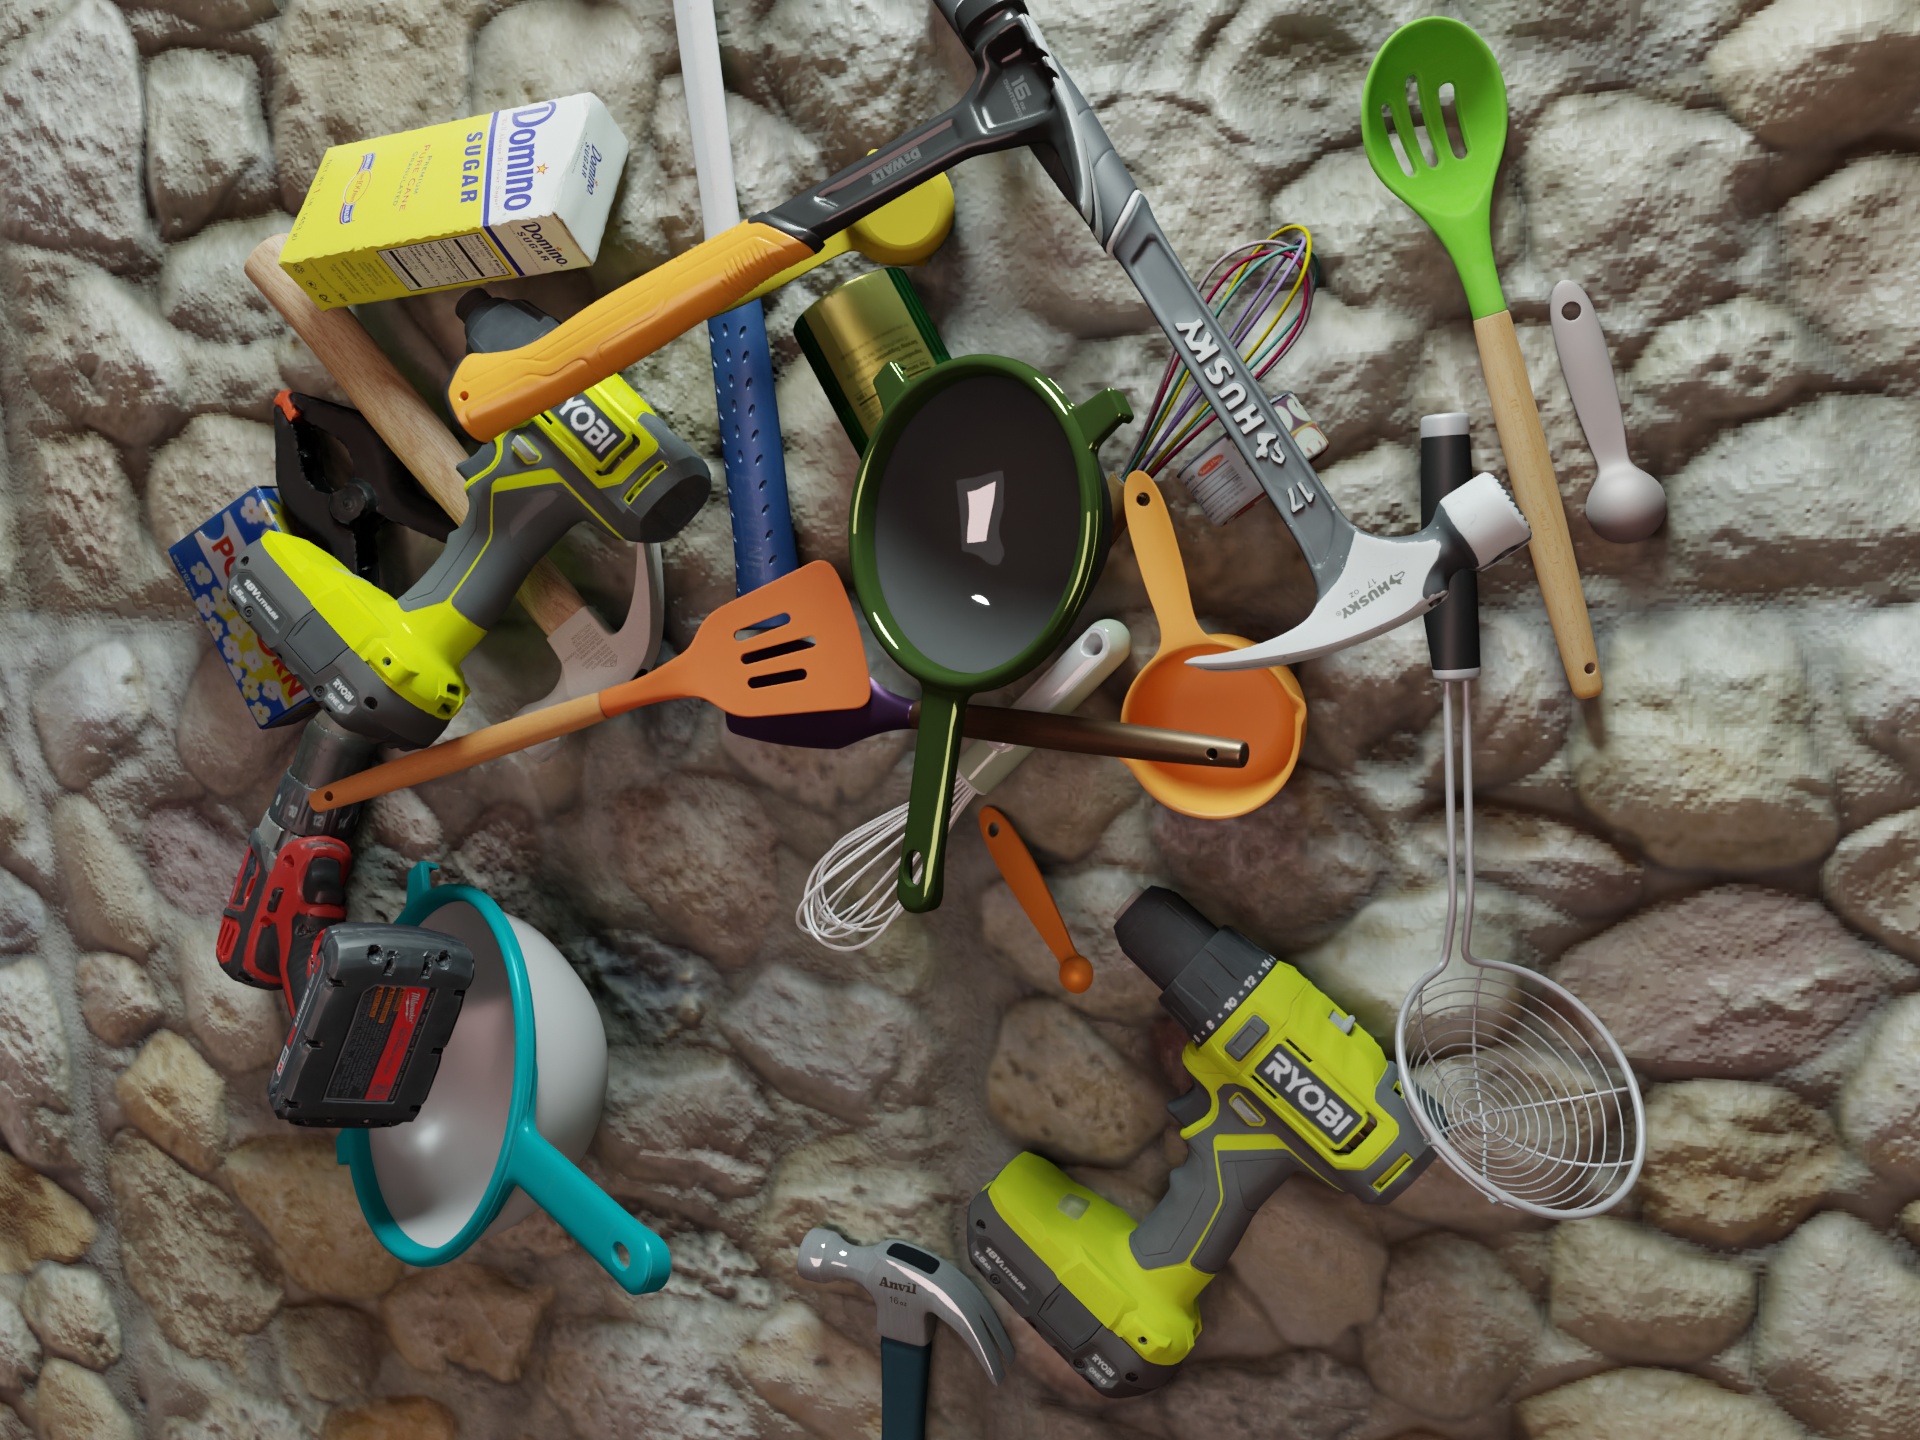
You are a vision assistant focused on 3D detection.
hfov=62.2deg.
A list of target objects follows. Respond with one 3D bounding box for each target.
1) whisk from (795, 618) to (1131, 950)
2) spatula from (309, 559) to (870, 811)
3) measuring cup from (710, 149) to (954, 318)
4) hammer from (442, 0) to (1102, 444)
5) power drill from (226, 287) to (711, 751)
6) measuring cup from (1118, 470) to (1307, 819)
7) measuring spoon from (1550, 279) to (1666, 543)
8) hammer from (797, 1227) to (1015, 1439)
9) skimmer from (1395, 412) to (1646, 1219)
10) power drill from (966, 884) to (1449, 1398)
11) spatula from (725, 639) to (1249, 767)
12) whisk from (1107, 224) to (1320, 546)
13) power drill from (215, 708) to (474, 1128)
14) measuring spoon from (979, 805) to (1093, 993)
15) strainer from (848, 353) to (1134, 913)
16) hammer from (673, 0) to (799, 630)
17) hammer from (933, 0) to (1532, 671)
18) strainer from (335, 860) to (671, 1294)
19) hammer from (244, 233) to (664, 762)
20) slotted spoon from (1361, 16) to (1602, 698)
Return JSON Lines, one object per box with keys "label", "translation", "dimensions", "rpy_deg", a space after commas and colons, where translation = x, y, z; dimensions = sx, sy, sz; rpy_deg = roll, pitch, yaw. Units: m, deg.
{"label": "whisk", "translation": [0.000, 0.035, 0.844], "dimensions": [0.246, 0.059, 0.058], "rpy_deg": [-45, 56, 17]}
{"label": "spatula", "translation": [-0.208, -0.001, 0.856], "dimensions": [0.322, 0.041, 0.081], "rpy_deg": [-17, 89, 14]}
{"label": "measuring cup", "translation": [-0.075, -0.236, 0.794], "dimensions": [0.156, 0.029, 0.062], "rpy_deg": [-26, 105, -2]}
{"label": "hammer", "translation": [-0.100, -0.211, 0.750], "dimensions": [0.337, 0.034, 0.127], "rpy_deg": [-24, 76, 15]}
{"label": "power drill", "translation": [-0.265, -0.109, 0.840], "dimensions": [0.223, 0.080, 0.171], "rpy_deg": [-45, 78, 0]}
{"label": "measuring cup", "translation": [0.115, -0.040, 0.785], "dimensions": [0.095, 0.052, 0.173], "rpy_deg": [-15, 93, 21]}
{"label": "measuring spoon", "translation": [0.290, -0.140, 0.721], "dimensions": [0.034, 0.018, 0.124], "rpy_deg": [-16, 94, 22]}
{"label": "hammer", "translation": [-0.037, 0.466, 0.945], "dimensions": [0.128, 0.033, 0.331], "rpy_deg": [6, 102, 19]}
{"label": "skimmer", "translation": [0.251, 0.039, 0.731], "dimensions": [0.127, 0.090, 0.363], "rpy_deg": [-6, 96, -24]}
{"label": "power drill", "translation": [0.108, 0.216, 0.824], "dimensions": [0.191, 0.080, 0.228], "rpy_deg": [42, 108, 12]}
{"label": "spatula", "translation": [-0.001, -0.003, 0.817], "dimensions": [0.316, 0.018, 0.059], "rpy_deg": [8, 100, 32]}
{"label": "whisk", "translation": [0.096, -0.135, 0.783], "dimensions": [0.047, 0.051, 0.245], "rpy_deg": [49, 117, 27]}
{"label": "power drill", "translation": [-0.362, 0.107, 0.925], "dimensions": [0.227, 0.080, 0.188], "rpy_deg": [36, 107, 47]}
{"label": "measuring spoon", "translation": [0.036, 0.092, 0.833], "dimensions": [0.021, 0.011, 0.117], "rpy_deg": [-45, 59, 26]}
{"label": "strainer", "translation": [0.014, -0.036, 0.737], "dimensions": [0.152, 0.069, 0.256], "rpy_deg": [18, 104, 42]}
{"label": "hammer", "translation": [-0.119, -0.251, 0.835], "dimensions": [0.144, 0.035, 0.405], "rpy_deg": [-3, 99, 20]}
{"label": "hammer", "translation": [0.081, -0.207, 0.724], "dimensions": [0.149, 0.036, 0.409], "rpy_deg": [-34, 74, 18]}
{"label": "strainer", "translation": [-0.227, 0.220, 0.880], "dimensions": [0.341, 0.095, 0.211], "rpy_deg": [21, 96, 45]}
{"label": "hammer", "translation": [-0.289, -0.143, 0.896], "dimensions": [0.130, 0.031, 0.331], "rpy_deg": [-40, 86, 3]}
{"label": "slotted spoon", "translation": [0.247, -0.159, 0.727], "dimensions": [0.070, 0.031, 0.313], "rpy_deg": [-18, 97, -5]}
